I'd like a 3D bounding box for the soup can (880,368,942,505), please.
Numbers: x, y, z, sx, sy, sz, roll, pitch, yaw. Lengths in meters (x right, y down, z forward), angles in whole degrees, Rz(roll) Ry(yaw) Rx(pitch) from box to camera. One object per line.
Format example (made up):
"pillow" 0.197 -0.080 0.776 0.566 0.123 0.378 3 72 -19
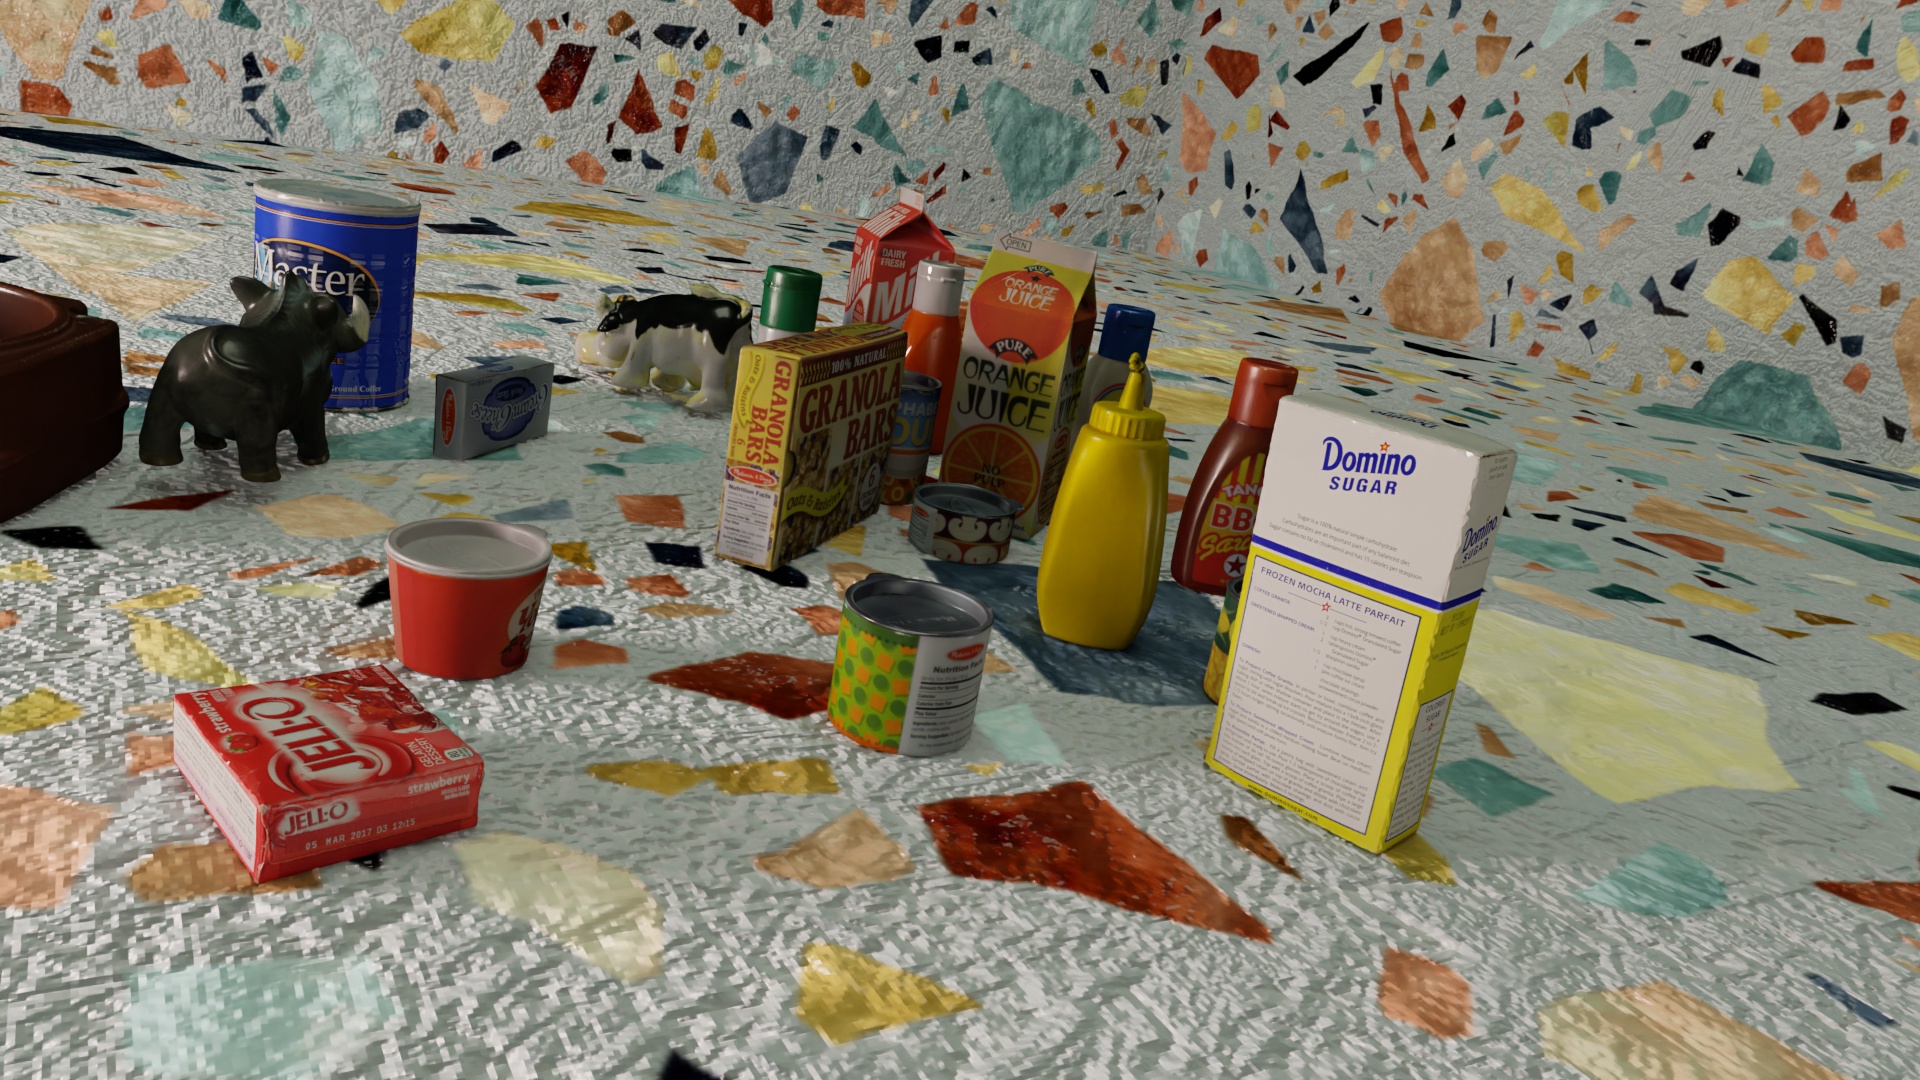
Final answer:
"soup can" -0.050 -0.073 0.959 0.071 0.083 0.071 9 17 -3

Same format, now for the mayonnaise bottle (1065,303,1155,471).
"mayonnaise bottle" 0.112 -0.100 1.032 0.065 0.147 0.041 6 17 -16

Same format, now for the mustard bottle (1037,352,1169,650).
"mustard bottle" 0.083 -0.023 0.748 0.065 0.159 0.049 13 17 9

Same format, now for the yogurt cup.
"yogurt cup" -0.214 0.026 0.601 0.072 0.053 0.072 9 17 -3

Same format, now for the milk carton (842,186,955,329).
"milk carton" -0.057 -0.210 1.214 0.073 0.189 0.072 4 18 -21

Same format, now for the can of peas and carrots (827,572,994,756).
"can of peas and carrots" -0.024 0.054 0.613 0.071 0.058 0.071 9 17 -3

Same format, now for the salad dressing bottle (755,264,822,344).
"salad dressing bottle" -0.119 -0.105 0.915 0.044 0.147 0.064 1 19 -28

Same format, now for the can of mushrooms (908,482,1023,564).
"can of mushrooms" 0.003 -0.011 0.878 0.071 0.033 0.071 9 17 -3

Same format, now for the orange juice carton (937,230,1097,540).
"orange juice carton" 0.040 -0.106 0.933 0.072 0.192 0.073 15 17 14

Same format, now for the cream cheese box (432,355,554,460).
"cream cheese box" -0.306 -0.088 0.911 0.024 0.053 0.104 14 17 12

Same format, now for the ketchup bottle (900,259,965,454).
"ketchup bottle" -0.026 -0.143 1.089 0.065 0.148 0.043 3 18 -24

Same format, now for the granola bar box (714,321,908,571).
"granola bar box" -0.085 -0.062 0.837 0.039 0.123 0.166 15 17 15

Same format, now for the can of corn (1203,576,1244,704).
"can of corn" 0.162 0.057 0.711 0.071 0.058 0.071 9 17 -3

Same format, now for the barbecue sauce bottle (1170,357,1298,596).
"barbecue sauce bottle" 0.178 -0.040 0.877 0.065 0.148 0.044 7 17 -12
